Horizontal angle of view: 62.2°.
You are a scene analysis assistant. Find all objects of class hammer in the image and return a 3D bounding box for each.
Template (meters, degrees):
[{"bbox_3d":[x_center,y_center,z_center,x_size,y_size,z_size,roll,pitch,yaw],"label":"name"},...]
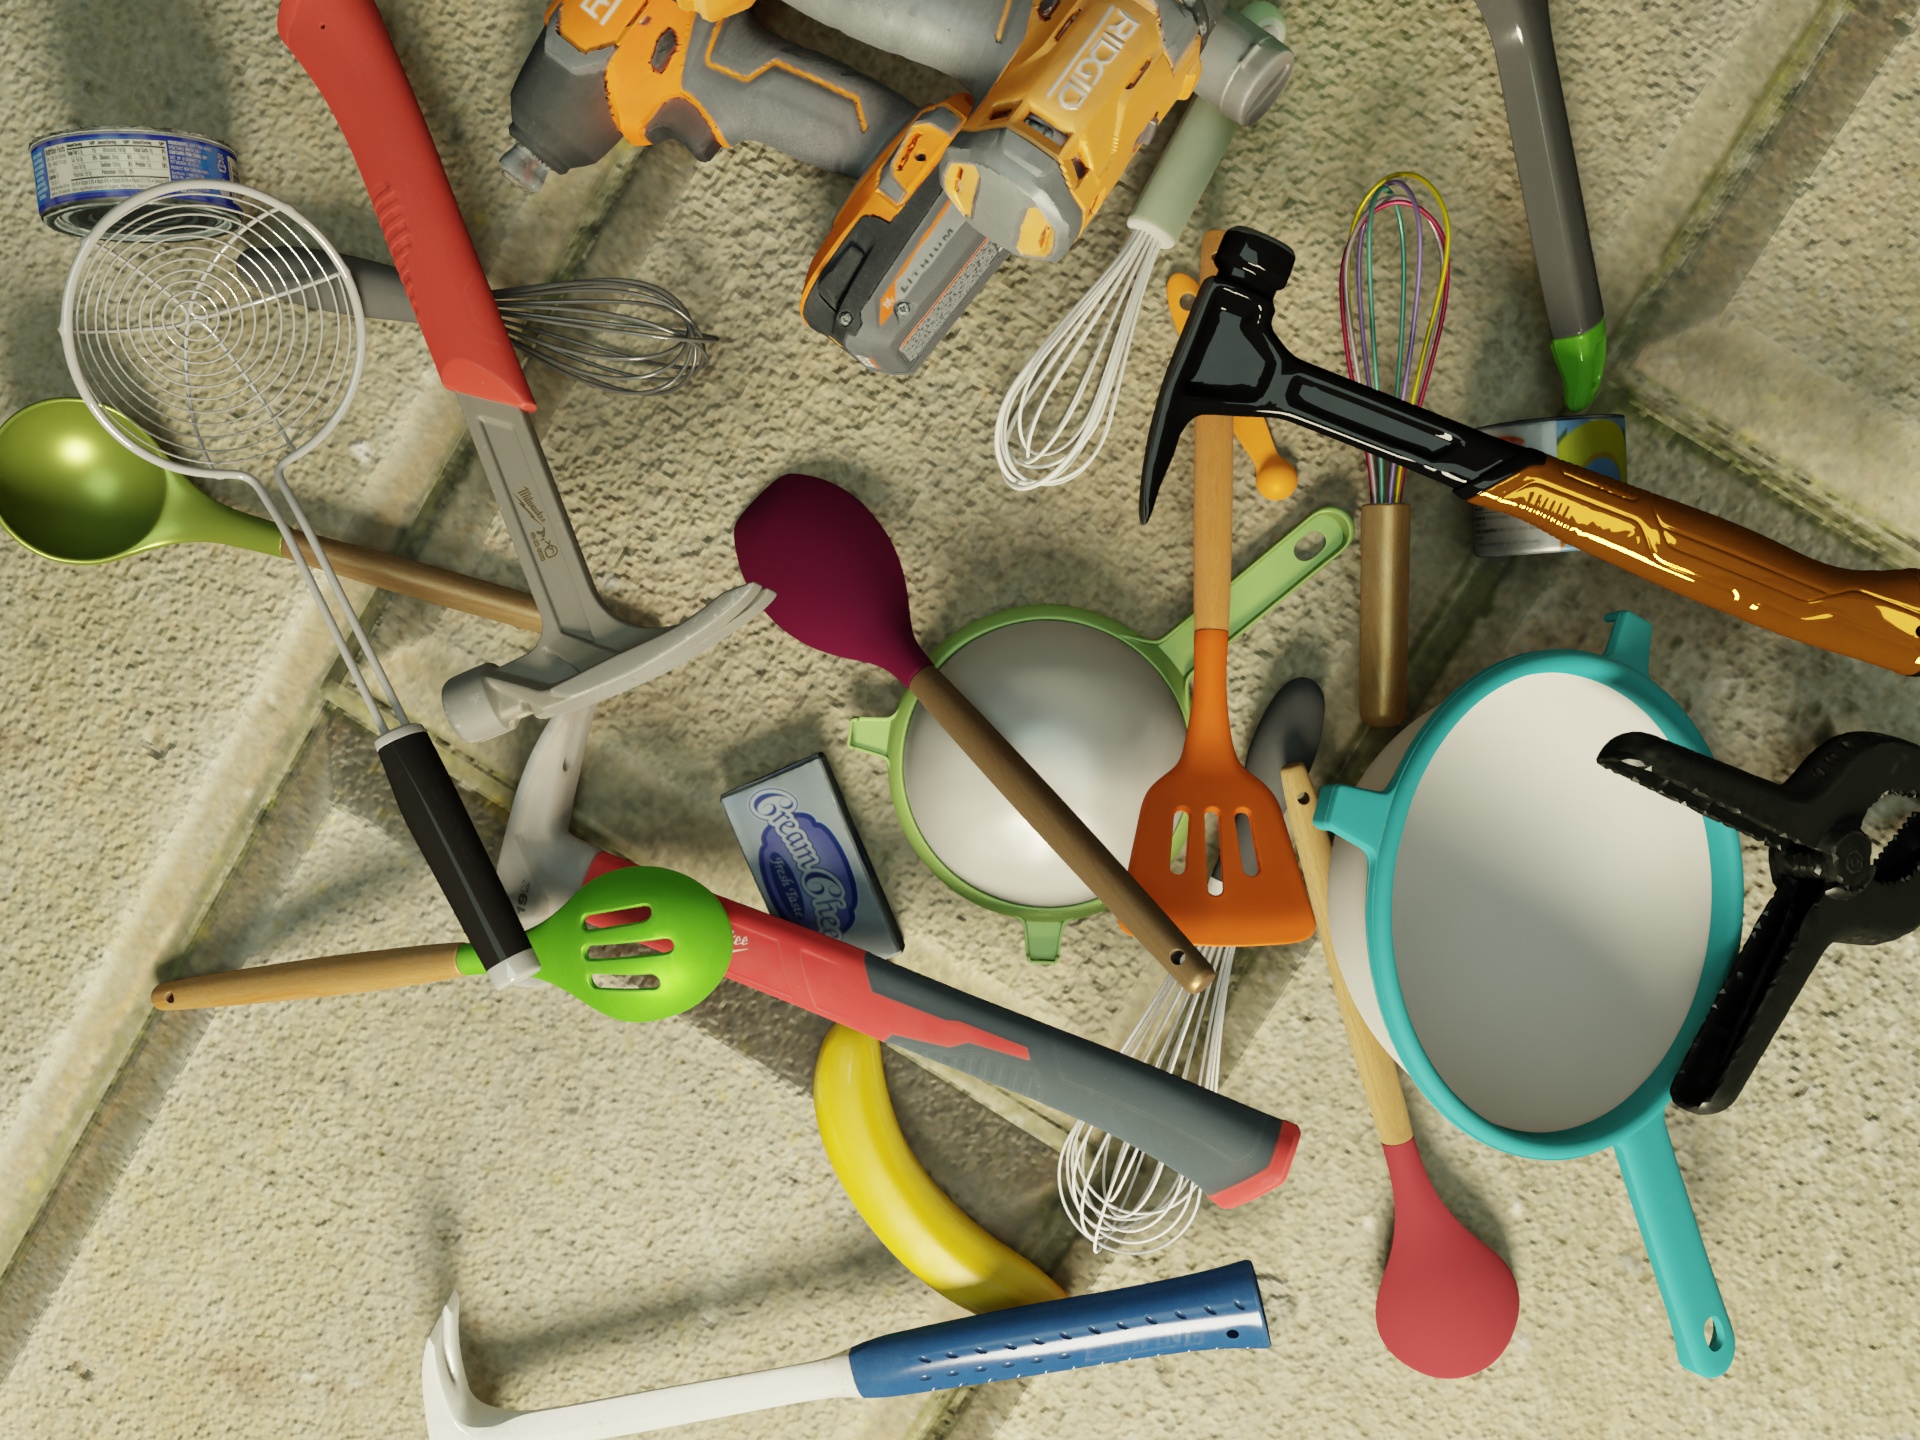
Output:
[{"bbox_3d":[-0.212,-0.179,0.700,0.149,0.036,0.359,-24,82,9],"label":"hammer"},{"bbox_3d":[-0.033,0.111,0.716,0.386,0.038,0.143,19,100,14],"label":"hammer"},{"bbox_3d":[-0.060,0.304,0.746,0.405,0.035,0.144,-13,108,8],"label":"hammer"},{"bbox_3d":[0.243,-0.085,0.658,0.337,0.034,0.127,21,95,1],"label":"hammer"}]

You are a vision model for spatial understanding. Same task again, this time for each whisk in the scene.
[{"bbox_3d":[-0.228,-0.194,0.746,0.239,0.055,0.055,12,95,7],"label":"whisk"},{"bbox_3d":[0.114,0.114,0.742,0.070,0.070,0.284,20,90,2],"label":"whisk"},{"bbox_3d":[0.193,-0.119,0.709,0.047,0.051,0.245,2,98,21],"label":"whisk"},{"bbox_3d":[0.082,-0.215,0.724,0.057,0.059,0.246,27,92,-35],"label":"whisk"}]

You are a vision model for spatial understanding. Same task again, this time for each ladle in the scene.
[{"bbox_3d":[-0.297,-0.078,0.752,0.320,0.062,0.078,16,88,0],"label":"ladle"},{"bbox_3d":[0.196,0.169,0.736,0.069,0.031,0.315,-17,98,2],"label":"ladle"}]

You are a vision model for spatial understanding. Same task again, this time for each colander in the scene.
[{"bbox_3d":[0.196,-0.320,0.681,0.094,0.204,0.396,-4,113,37],"label":"colander"}]

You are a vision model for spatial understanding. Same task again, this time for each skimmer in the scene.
[{"bbox_3d":[-0.265,-0.055,0.689,0.127,0.090,0.363,-24,84,-35],"label":"skimmer"}]

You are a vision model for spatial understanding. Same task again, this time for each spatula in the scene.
[{"bbox_3d":[0.111,-0.064,0.691,0.081,0.041,0.323,1,81,4],"label":"spatula"}]

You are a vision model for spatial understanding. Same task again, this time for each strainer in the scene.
[{"bbox_3d":[0.081,-0.012,0.723,0.256,0.069,0.151,-40,90,4],"label":"strainer"},{"bbox_3d":[0.257,0.134,0.708,0.211,0.095,0.340,-27,102,-24],"label":"strainer"}]

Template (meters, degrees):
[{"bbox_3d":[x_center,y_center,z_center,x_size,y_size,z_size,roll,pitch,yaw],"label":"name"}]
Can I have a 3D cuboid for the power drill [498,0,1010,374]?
[{"bbox_3d":[-0.092,-0.257,0.714,0.226,0.084,0.164,40,96,4],"label":"power drill"}]

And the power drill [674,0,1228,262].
[{"bbox_3d":[-0.001,-0.315,0.636,0.226,0.084,0.185,35,79,1],"label":"power drill"}]

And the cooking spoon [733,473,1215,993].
[{"bbox_3d":[-0.001,-0.002,0.691,0.069,0.017,0.319,-45,64,5],"label":"cooking spoon"}]

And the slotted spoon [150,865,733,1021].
[{"bbox_3d":[-0.254,0.117,0.746,0.314,0.031,0.070,-9,89,18],"label":"slotted spoon"}]

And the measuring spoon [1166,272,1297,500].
[{"bbox_3d":[0.126,-0.156,0.739,0.021,0.011,0.117,-27,92,5],"label":"measuring spoon"}]
